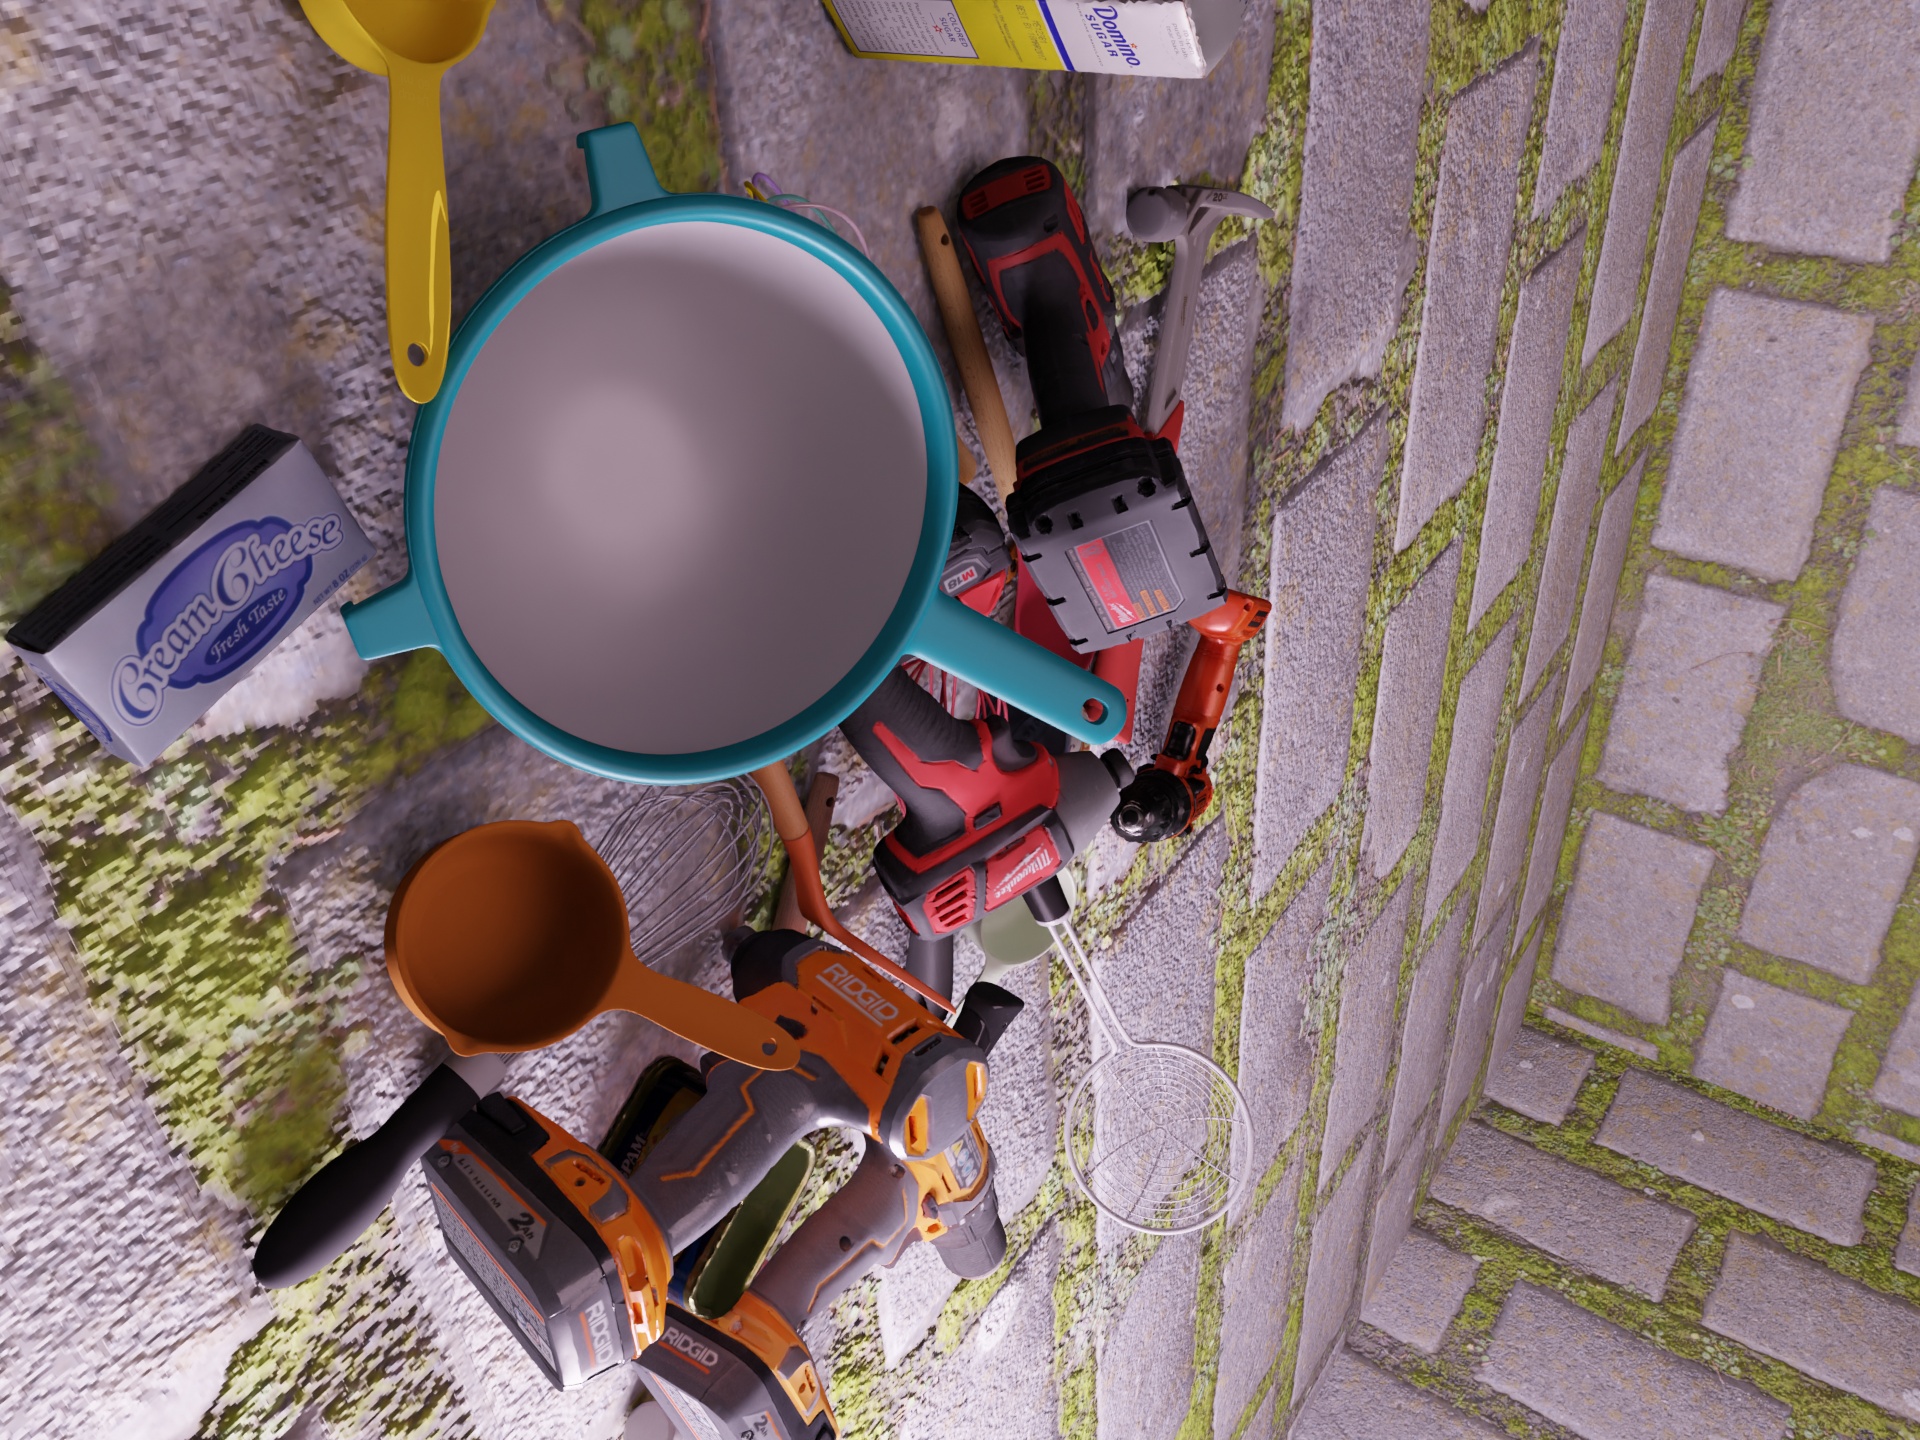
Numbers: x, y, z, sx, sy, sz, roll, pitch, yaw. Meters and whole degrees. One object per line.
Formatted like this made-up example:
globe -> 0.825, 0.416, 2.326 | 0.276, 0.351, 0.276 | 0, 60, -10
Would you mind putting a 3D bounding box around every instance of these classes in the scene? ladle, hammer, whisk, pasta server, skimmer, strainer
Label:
ladle -> 0.024, -0.139, 0.872 | 0.069, 0.031, 0.315 | -51, 142, -27
hammer -> -0.063, 0.302, 0.961 | 0.335, 0.035, 0.146 | -55, 148, -13
whisk -> -0.180, 0.123, 0.672 | 0.285, 0.070, 0.070 | -47, 144, -26
hammer -> 0.128, -0.159, 1.031 | 0.149, 0.037, 0.359 | -21, 124, -53
pasta server -> -0.104, 0.182, 0.850 | 0.060, 0.040, 0.316 | 6, 101, -50
skimmer -> 0.083, 0.182, 1.000 | 0.090, 0.127, 0.362 | -95, 161, -55
whisk -> -0.040, -0.168, 0.740 | 0.051, 0.047, 0.244 | -66, 154, -10
strainer -> -0.067, -0.067, 0.637 | 0.340, 0.095, 0.211 | 26, 91, -40
whisk -> -0.013, 0.072, 0.916 | 0.073, 0.073, 0.295 | -38, 143, -43

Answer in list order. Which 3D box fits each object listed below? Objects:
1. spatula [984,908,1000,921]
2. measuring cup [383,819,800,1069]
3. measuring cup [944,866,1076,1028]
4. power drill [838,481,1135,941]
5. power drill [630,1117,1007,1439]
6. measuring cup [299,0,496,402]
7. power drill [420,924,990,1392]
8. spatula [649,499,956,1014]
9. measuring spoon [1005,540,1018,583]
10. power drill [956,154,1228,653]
spatula -> 0.060, -0.015, 1.016 | 0.059, 0.018, 0.315 | -9, 118, -50
measuring cup -> -0.146, 0.103, 0.638 | 0.173, 0.052, 0.095 | 30, 70, -25
measuring cup -> 0.010, 0.154, 1.025 | 0.083, 0.038, 0.167 | 28, 96, -42
power drill -> -0.001, -0.002, 0.779 | 0.143, 0.079, 0.219 | -30, 124, -7
power drill -> -0.057, 0.307, 0.869 | 0.226, 0.084, 0.185 | -48, 135, -34
measuring cup -> -0.175, -0.176, 0.488 | 0.062, 0.029, 0.156 | -7, 100, -53
power drill -> -0.121, 0.176, 0.724 | 0.226, 0.164, 0.084 | -27, 131, -34
spatula -> -0.081, 0.029, 0.759 | 0.041, 0.081, 0.322 | -37, 128, -25
measuring spoon -> 0.055, -0.123, 0.955 | 0.117, 0.011, 0.021 | -55, 147, -25
power drill -> 0.066, -0.147, 0.800 | 0.187, 0.080, 0.227 | 54, 21, -55
